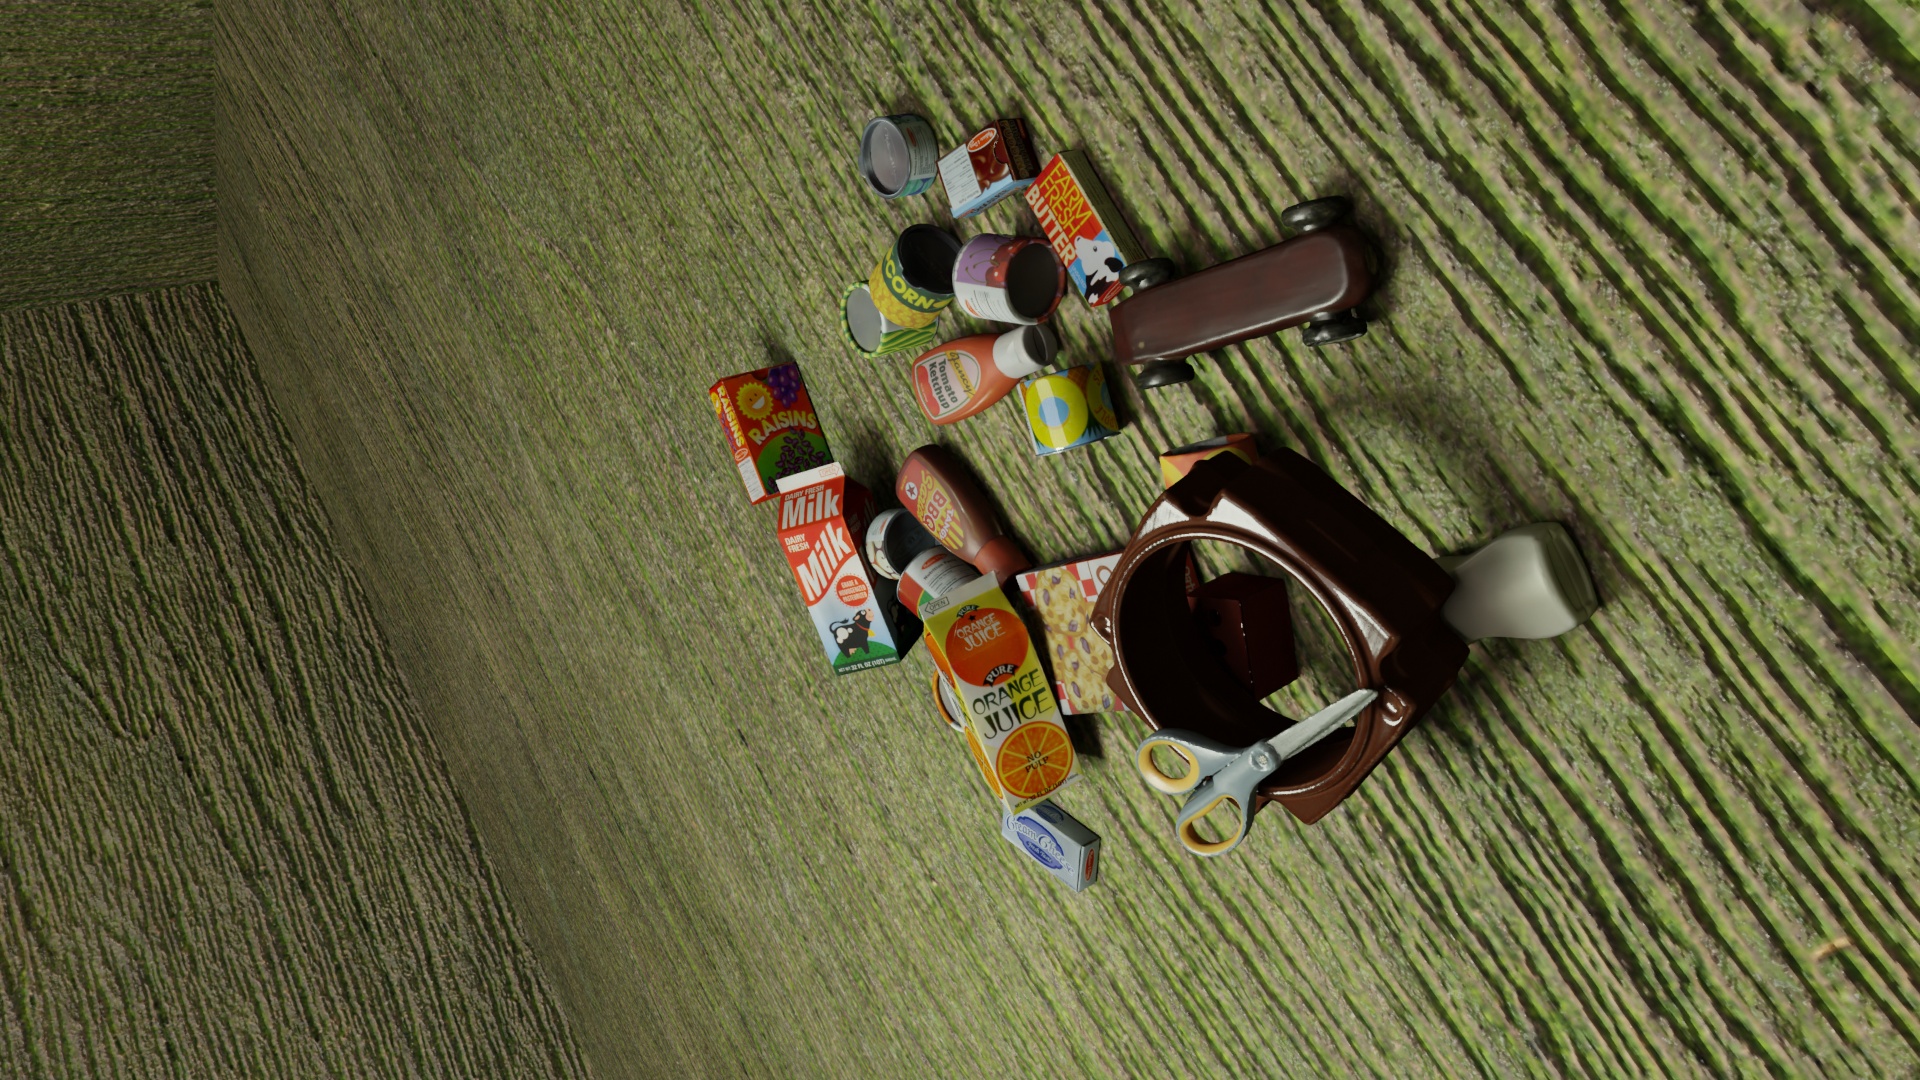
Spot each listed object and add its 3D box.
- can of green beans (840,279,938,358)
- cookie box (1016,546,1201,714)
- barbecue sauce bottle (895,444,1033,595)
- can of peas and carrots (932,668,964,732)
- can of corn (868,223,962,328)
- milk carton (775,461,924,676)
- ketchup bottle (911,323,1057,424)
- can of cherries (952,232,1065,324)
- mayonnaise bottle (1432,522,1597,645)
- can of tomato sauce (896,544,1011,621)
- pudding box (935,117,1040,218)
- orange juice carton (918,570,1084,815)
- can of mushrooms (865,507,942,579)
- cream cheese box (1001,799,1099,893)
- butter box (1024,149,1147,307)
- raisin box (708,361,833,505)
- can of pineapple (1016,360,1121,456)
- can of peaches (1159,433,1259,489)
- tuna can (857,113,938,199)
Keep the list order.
[{"bbox_3d":[-0.062,-0.193,1.189,0.071,0.058,0.071,27,126,44],"label":"can of green beans"},{"bbox_3d":[0.125,0.069,1.083,0.167,0.040,0.123,-15,94,55],"label":"cookie box"},{"bbox_3d":[0.004,-0.015,1.198,0.149,0.044,0.064,48,137,27],"label":"barbecue sauce bottle"},{"bbox_3d":[0.016,0.129,1.237,0.071,0.059,0.070,26,125,44],"label":"can of peas and carrots"},{"bbox_3d":[-0.035,-0.214,1.134,0.058,0.071,0.071,-39,74,54],"label":"can of corn"},{"bbox_3d":[-0.107,0.022,1.290,0.072,0.074,0.190,-15,106,23],"label":"milk carton"},{"bbox_3d":[0.019,-0.139,1.121,0.148,0.044,0.064,-16,93,54],"label":"ketchup bottle"},{"bbox_3d":[0.038,-0.200,1.050,0.058,0.072,0.071,17,119,48],"label":"can of cherries"},{"bbox_3d":[0.302,0.035,0.836,0.147,0.041,0.064,-24,91,55],"label":"mayonnaise bottle"},{"bbox_3d":[-0.004,0.055,1.224,0.083,0.071,0.070,40,135,34],"label":"can of tomato sauce"},{"bbox_3d":[0.020,-0.284,1.063,0.083,0.030,0.049,-17,91,54],"label":"pudding box"},{"bbox_3d":[0.030,0.122,1.154,0.192,0.072,0.073,68,168,-19],"label":"orange juice carton"},{"bbox_3d":[-0.049,0.005,1.260,0.033,0.071,0.071,-3,104,53],"label":"can of mushrooms"},{"bbox_3d":[0.079,0.266,1.248,0.104,0.024,0.053,30,128,42],"label":"cream cheese box"},{"bbox_3d":[0.090,-0.226,1.004,0.103,0.024,0.053,61,143,12],"label":"butter box"},{"bbox_3d":[-0.185,-0.106,1.366,0.040,0.086,0.123,-24,86,56],"label":"raisin box"},{"bbox_3d":[0.082,-0.099,1.039,0.071,0.071,0.058,-9,98,54],"label":"can of pineapple"},{"bbox_3d":[0.174,-0.038,0.944,0.071,0.071,0.058,-4,102,53],"label":"can of peaches"},{"bbox_3d":[-0.052,-0.315,1.140,0.071,0.033,0.070,26,126,44],"label":"tuna can"}]
